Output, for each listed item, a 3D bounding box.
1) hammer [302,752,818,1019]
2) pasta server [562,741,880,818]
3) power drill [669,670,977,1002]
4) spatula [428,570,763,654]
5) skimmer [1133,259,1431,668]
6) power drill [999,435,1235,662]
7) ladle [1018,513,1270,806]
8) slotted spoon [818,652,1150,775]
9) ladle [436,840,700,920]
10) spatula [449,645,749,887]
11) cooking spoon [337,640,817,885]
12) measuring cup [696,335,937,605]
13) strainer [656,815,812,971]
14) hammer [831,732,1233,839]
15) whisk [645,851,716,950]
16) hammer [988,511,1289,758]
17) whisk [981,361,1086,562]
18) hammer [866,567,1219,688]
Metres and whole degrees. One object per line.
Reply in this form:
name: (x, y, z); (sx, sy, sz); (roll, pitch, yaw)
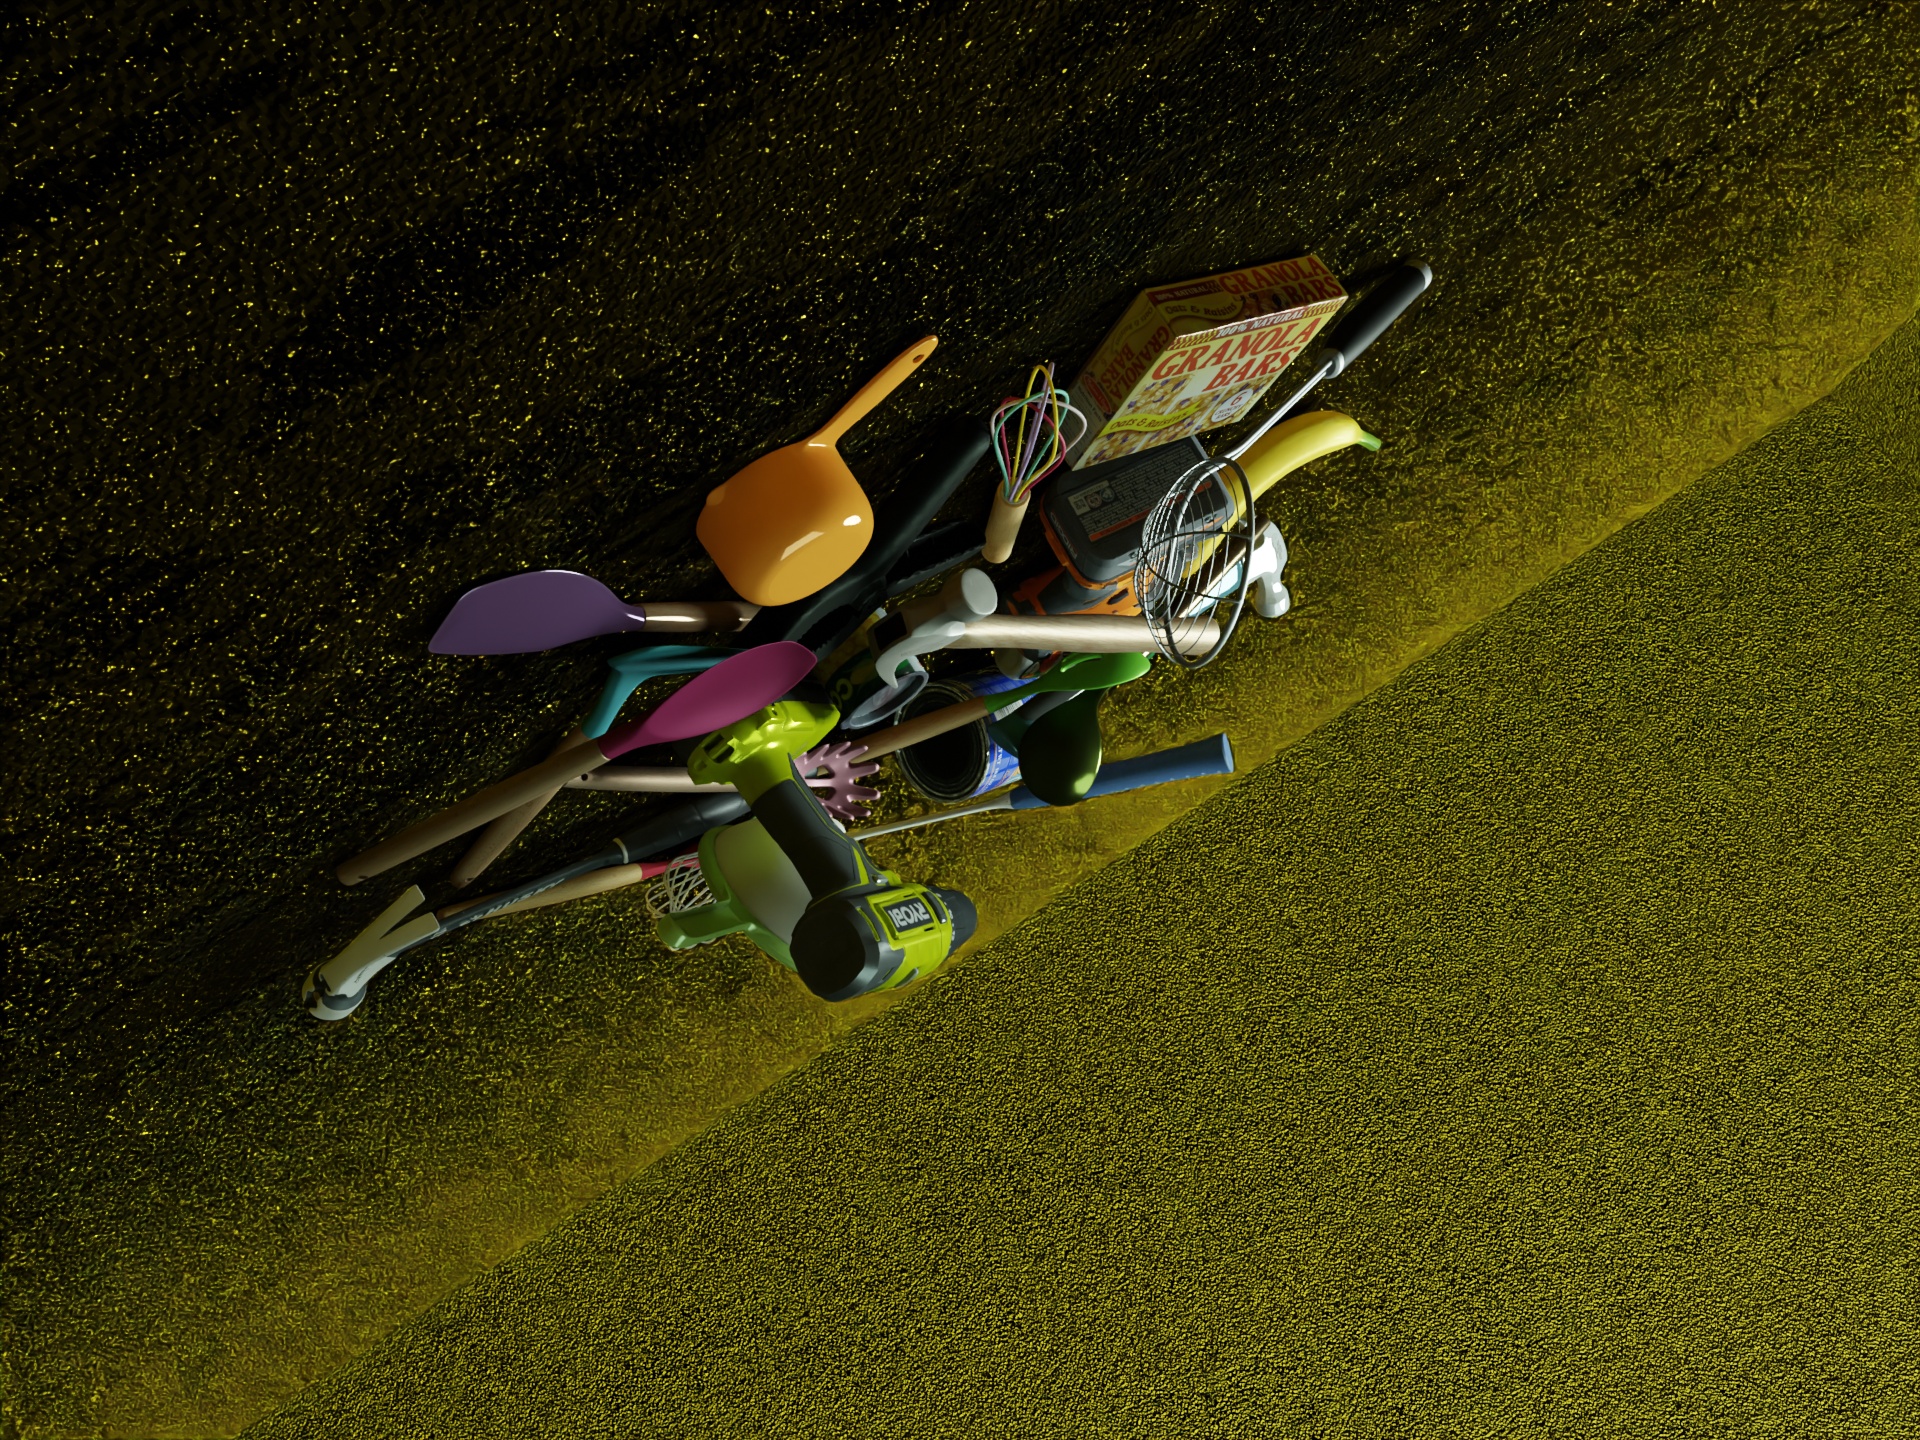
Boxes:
hammer: (-0.253, 0.095, 1.125); (0.409, 0.036, 0.149); (-24, 171, -46)
pasta server: (-0.164, 0.042, 1.139); (0.040, 0.060, 0.316); (-6, 174, 32)
power drill: (-0.084, 0.076, 1.076); (0.080, 0.229, 0.190); (-39, 165, 20)
spatula: (-0.162, -0.059, 0.885); (0.059, 0.018, 0.315); (-47, 161, 23)
skimmer: (0.227, -0.179, 1.025); (0.363, 0.090, 0.127); (-45, 176, -28)
power drill: (0.121, -0.127, 1.158); (0.164, 0.084, 0.226); (-26, 168, -13)
ladle: (0.157, -0.055, 1.271); (0.320, 0.062, 0.078); (-45, -153, -23)
slotted spoon: (-0.002, -0.004, 1.246); (0.314, 0.031, 0.070); (-20, -162, 21)
ladle: (-0.272, 0.123, 1.234); (0.069, 0.031, 0.315); (-13, 177, 35)
spatula: (-0.235, 0.029, 0.966); (0.082, 0.044, 0.317); (1, 146, -47)
cooking spoon: (-0.226, 0.026, 0.911); (0.319, 0.017, 0.068); (-25, 157, 12)
measuring cup: (-0.061, -0.123, 0.821); (0.173, 0.052, 0.095); (-39, 165, 28)
strainer: (-0.128, 0.113, 1.103); (0.069, 0.151, 0.256); (-47, 168, 12)
hammer: (0.035, 0.074, 1.394); (0.405, 0.035, 0.144); (-14, -177, 14)
whisk: (-0.173, 0.110, 1.254); (0.070, 0.070, 0.284); (-38, -178, 18)
hammer: (0.153, -0.068, 1.322); (0.331, 0.033, 0.128); (-36, 130, -24)
whisk: (0.035, -0.146, 0.985); (0.051, 0.047, 0.245); (-38, 171, -14)
hammer: (0.068, -0.059, 1.085); (0.130, 0.031, 0.331); (-25, 164, 41)
